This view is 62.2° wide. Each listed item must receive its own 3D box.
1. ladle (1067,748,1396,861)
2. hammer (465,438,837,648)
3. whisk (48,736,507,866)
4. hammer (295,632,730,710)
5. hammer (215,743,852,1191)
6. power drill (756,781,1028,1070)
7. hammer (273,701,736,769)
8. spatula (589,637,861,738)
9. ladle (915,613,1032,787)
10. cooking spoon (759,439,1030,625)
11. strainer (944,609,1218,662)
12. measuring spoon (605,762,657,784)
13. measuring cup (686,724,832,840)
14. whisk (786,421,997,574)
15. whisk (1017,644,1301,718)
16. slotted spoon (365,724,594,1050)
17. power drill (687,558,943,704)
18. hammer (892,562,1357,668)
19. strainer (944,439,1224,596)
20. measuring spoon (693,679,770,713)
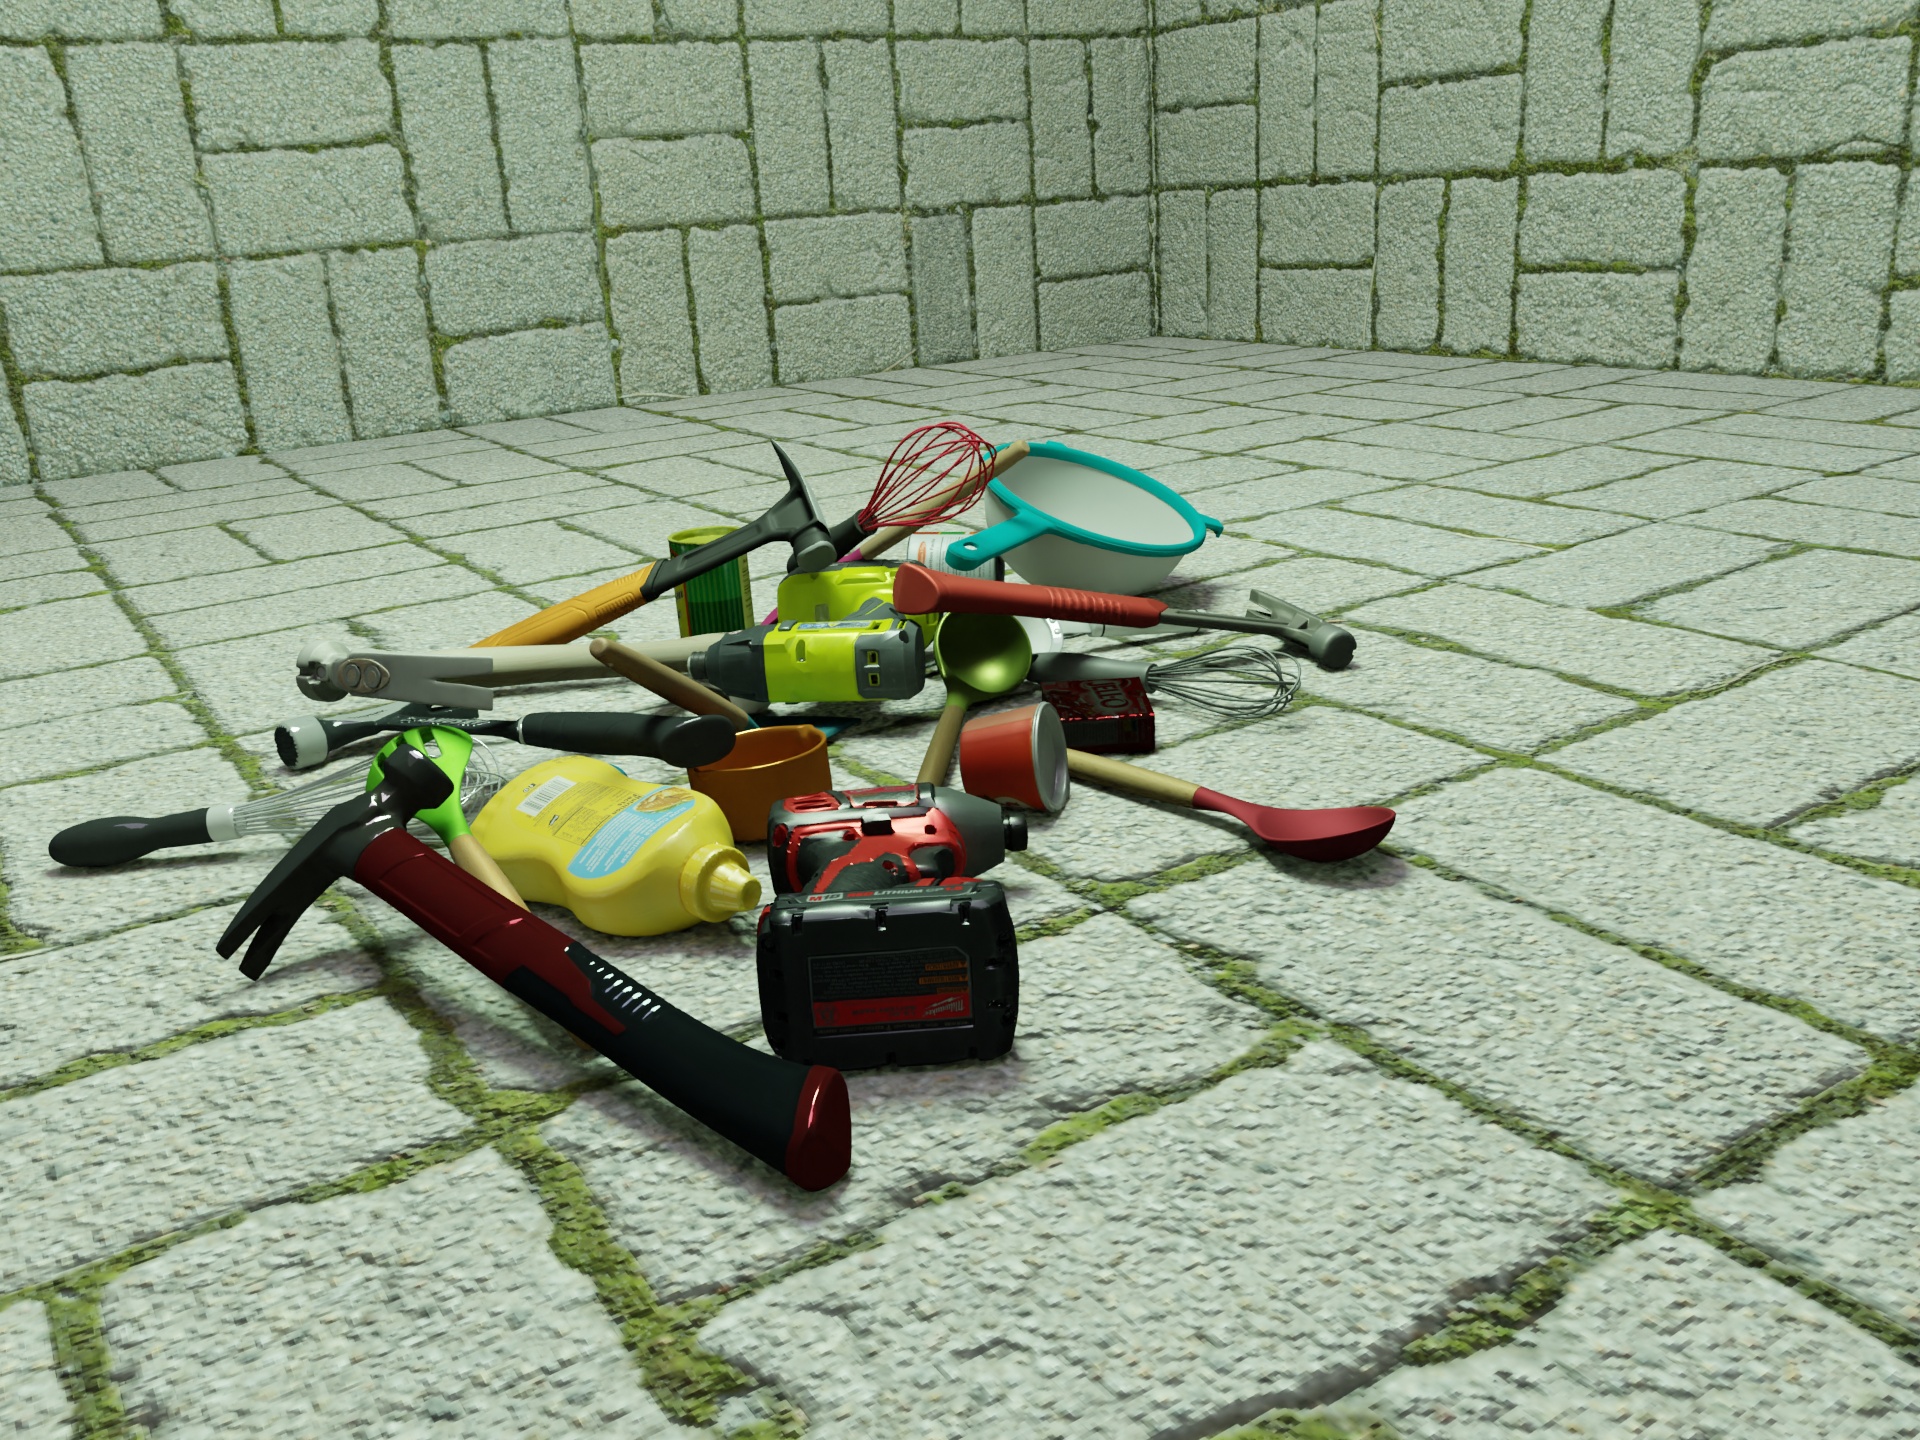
[{"bbox_3d":[0.126,0.042,0.976,0.069,0.031,0.316,-16,20,-39],"label":"ladle"},{"bbox_3d":[-0.269,-0.109,1.282,0.337,0.034,0.127,-25,56,2],"label":"hammer"},{"bbox_3d":[-0.425,0.059,0.991,0.284,0.070,0.070,-9,19,-1],"label":"whisk"},{"bbox_3d":[-0.254,-0.041,1.125,0.146,0.038,0.410,4,6,26],"label":"hammer"},{"bbox_3d":[-0.202,0.126,0.732,0.387,0.038,0.143,22,63,38],"label":"hammer"},{"bbox_3d":[-0.030,0.088,0.798,0.143,0.078,0.220,-4,16,-2],"label":"power drill"},{"bbox_3d":[-0.295,0.006,1.064,0.409,0.036,0.149,2,16,41],"label":"hammer"},{"bbox_3d":[-0.156,-0.016,1.033,0.082,0.044,0.317,2,-12,17],"label":"spatula"},{"bbox_3d":[-0.002,-0.003,1.090,0.078,0.062,0.320,33,23,-6],"label":"ladle"},{"bbox_3d":[-0.063,-0.155,1.364,0.319,0.017,0.069,-30,18,34],"label":"cooking spoon"},{"bbox_3d":[0.102,-0.075,1.302,0.258,0.050,0.087,-4,55,-21],"label":"strainer"},{"bbox_3d":[-0.230,0.046,1.053,0.042,0.021,0.129,-2,8,-22],"label":"measuring spoon"},{"bbox_3d":[-0.154,0.038,1.005,0.174,0.052,0.095,3,19,41],"label":"measuring cup"},{"bbox_3d":[-0.066,-0.166,1.283,0.073,0.073,0.296,-18,-4,-37],"label":"whisk"},{"bbox_3d":[0.140,-0.034,1.167,0.239,0.055,0.055,6,21,38],"label":"whisk"},{"bbox_3d":[-0.255,0.078,0.847,0.070,0.031,0.314,-35,43,-15],"label":"slotted spoon"},{"bbox_3d":[-0.102,-0.066,1.230,0.171,0.080,0.223,-1,16,8],"label":"power drill"},{"bbox_3d":[0.117,-0.086,1.216,0.359,0.036,0.149,4,16,-23],"label":"hammer"},{"bbox_3d":[0.074,-0.146,1.382,0.211,0.095,0.340,30,31,20],"label":"strainer"},{"bbox_3d":[-0.181,-0.020,1.239,0.034,0.018,0.124,-5,10,-30],"label":"measuring spoon"}]
